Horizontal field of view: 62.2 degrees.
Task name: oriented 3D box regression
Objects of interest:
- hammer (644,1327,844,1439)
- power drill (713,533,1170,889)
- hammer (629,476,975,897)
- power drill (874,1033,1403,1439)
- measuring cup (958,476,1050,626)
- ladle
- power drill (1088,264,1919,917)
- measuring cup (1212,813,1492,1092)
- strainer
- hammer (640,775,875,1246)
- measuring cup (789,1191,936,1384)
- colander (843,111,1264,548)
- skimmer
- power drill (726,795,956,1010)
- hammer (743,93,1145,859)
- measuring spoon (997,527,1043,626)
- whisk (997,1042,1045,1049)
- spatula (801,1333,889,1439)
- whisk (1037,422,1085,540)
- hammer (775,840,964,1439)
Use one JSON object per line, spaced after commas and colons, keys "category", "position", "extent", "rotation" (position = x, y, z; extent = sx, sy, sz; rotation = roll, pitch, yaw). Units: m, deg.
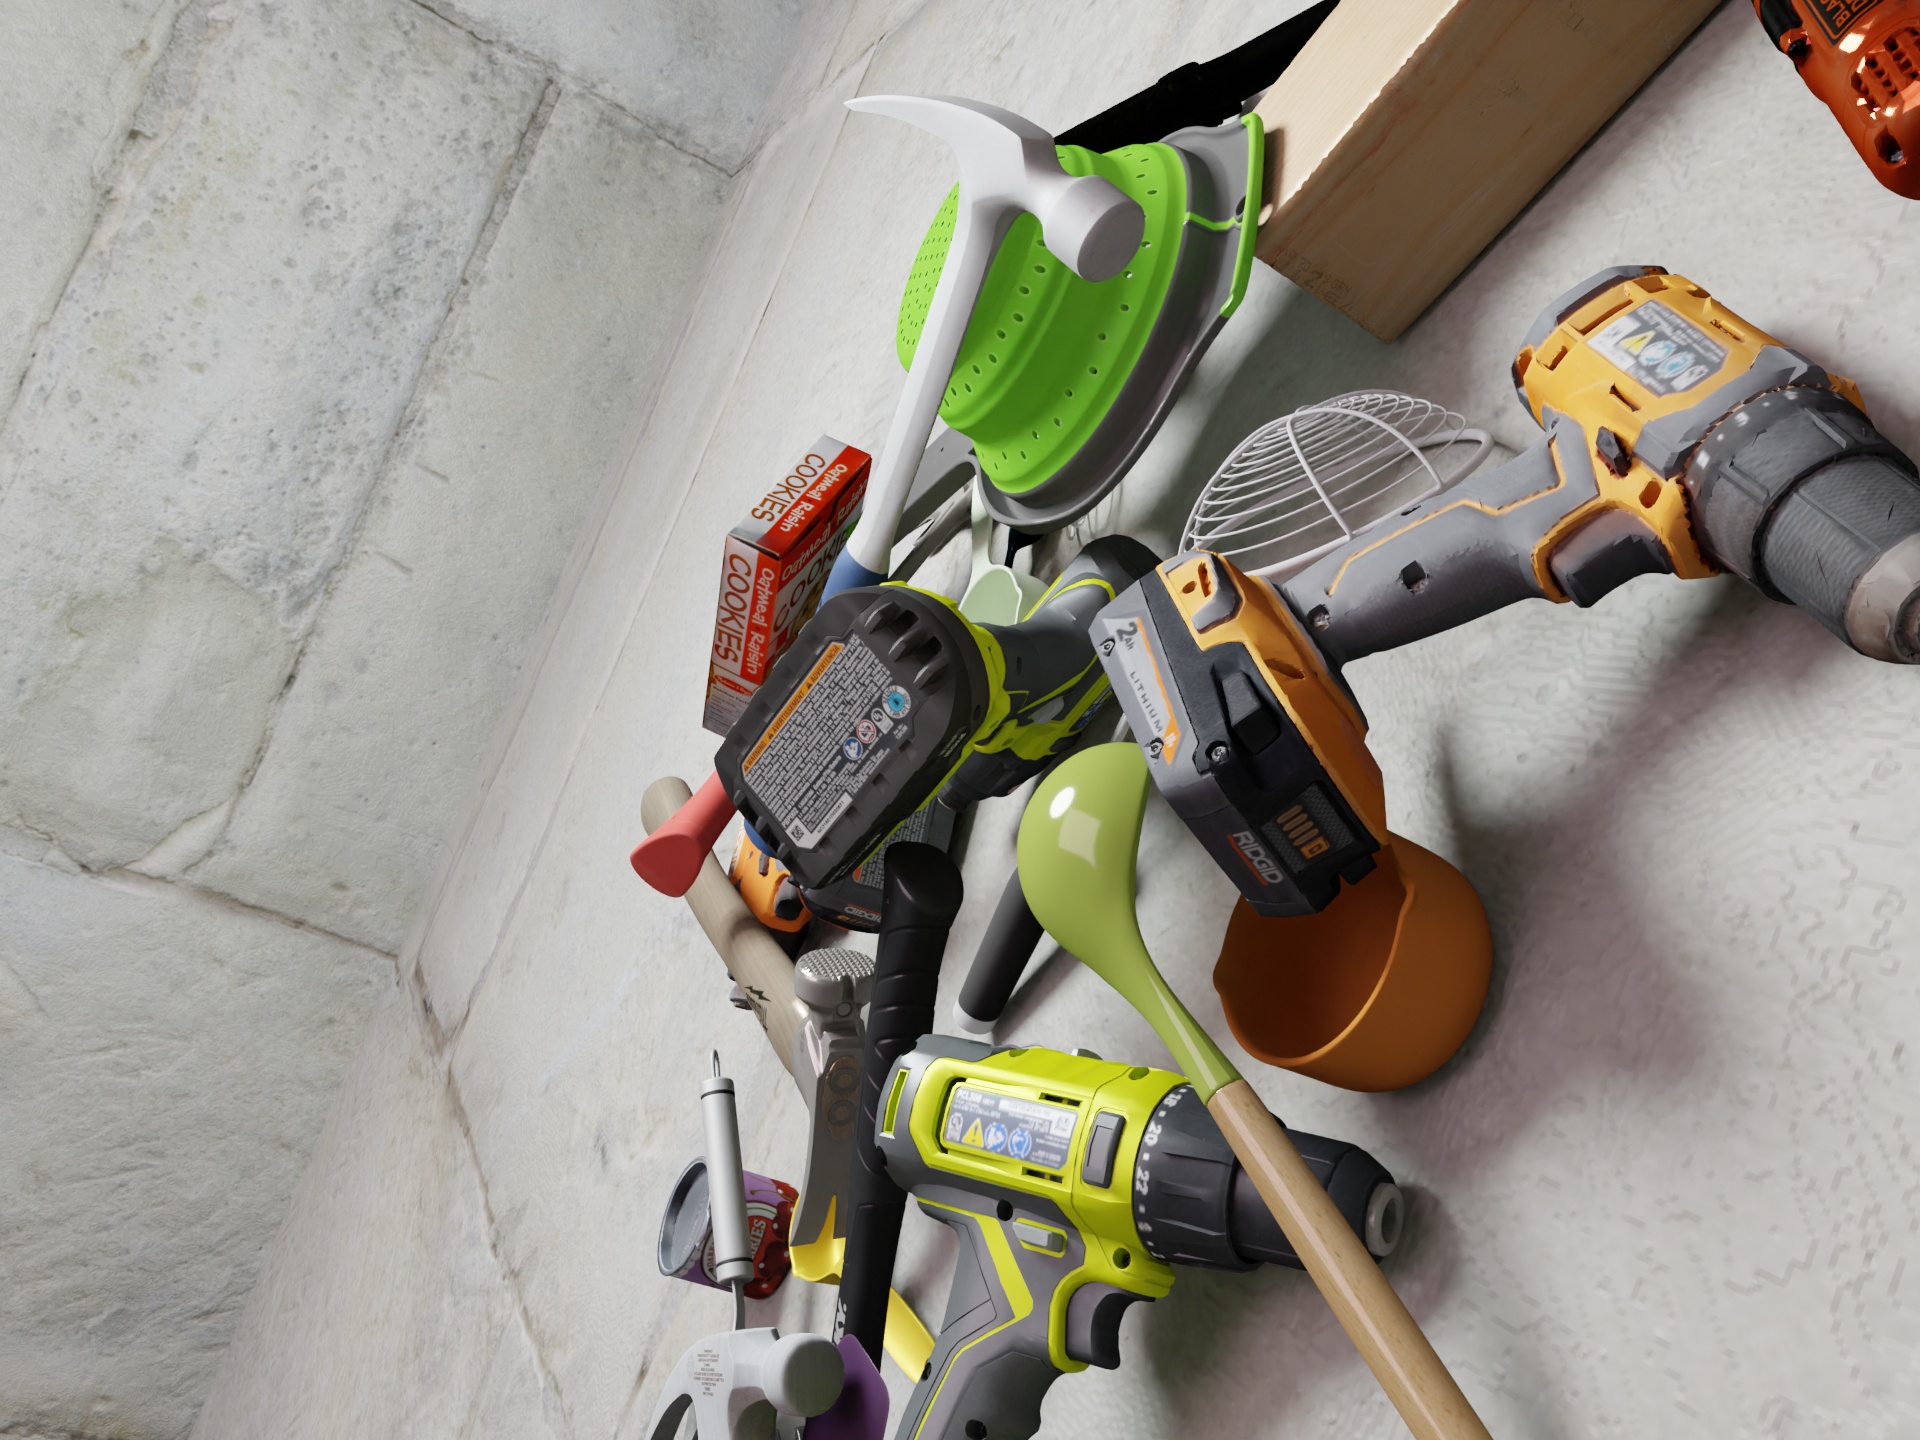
{"category": "hammer", "position": [-0.086, 0.408, 0.606], "extent": [0.128, 0.033, 0.331], "rotation": [-25, 61, 52]}
{"category": "power drill", "position": [-0.001, -0.002, 0.734], "extent": [0.080, 0.223, 0.171], "rotation": [48, 119, 16]}
{"category": "hammer", "position": [-0.082, -0.034, 0.966], "extent": [0.359, 0.036, 0.149], "rotation": [-54, 13, -33]}
{"category": "power drill", "position": [0.038, 0.227, 0.531], "extent": [0.191, 0.080, 0.229], "rotation": [3, 70, 38]}
{"category": "measuring cup", "position": [0.027, -0.084, 0.916], "extent": [0.083, 0.038, 0.168], "rotation": [-42, 40, 48]}
{"category": "ladle", "position": [0.103, 0.129, 0.473], "extent": [0.320, 0.062, 0.078], "rotation": [57, 151, 37]}
{"category": "power drill", "position": [0.165, -0.032, 0.480], "extent": [0.226, 0.084, 0.186], "rotation": [-34, 34, 12]}
{"category": "measuring cup", "position": [0.140, 0.046, 0.557], "extent": [0.095, 0.052, 0.174], "rotation": [-38, 34, 47]}
{"category": "strainer", "position": [-0.113, 0.291, 0.816], "extent": [0.050, 0.086, 0.259], "rotation": [-15, 59, 6]}
{"category": "hammer", "position": [-0.130, 0.129, 0.912], "extent": [0.411, 0.038, 0.146], "rotation": [-144, 55, -63]}
{"category": "measuring cup", "position": [-0.036, 0.271, 0.763], "extent": [0.157, 0.029, 0.062], "rotation": [32, 96, 56]}
{"category": "colander", "position": [-0.006, -0.174, 0.810], "extent": [0.397, 0.094, 0.205], "rotation": [-31, 44, 56]}
{"category": "skimmer", "position": [0.097, 0.017, 0.690], "extent": [0.363, 0.090, 0.127], "rotation": [-66, -6, 29]}
{"category": "power drill", "position": [-0.086, 0.089, 0.967], "extent": [0.226, 0.084, 0.164], "rotation": [-27, 46, 61]}
{"category": "hammer", "position": [-0.043, -0.089, 0.738], "extent": [0.144, 0.035, 0.405], "rotation": [46, 134, 26]}
{"category": "measuring spoon", "position": [0.035, -0.080, 0.951], "extent": [0.042, 0.021, 0.129], "rotation": [151, 130, -79]}
{"category": "whisk", "position": [-0.010, 0.175, 0.751], "extent": [0.284, 0.070, 0.070], "rotation": [-14, 56, 67]}
{"category": "spatula", "position": [-0.075, 0.395, 0.641], "extent": [0.060, 0.018, 0.316], "rotation": [29, 108, 59]}
{"category": "whisk", "position": [0.065, -0.198, 0.967], "extent": [0.059, 0.057, 0.247], "rotation": [-13, 45, 20]}
{"category": "hammer", "position": [-0.039, 0.217, 0.677], "extent": [0.146, 0.035, 0.335], "rotation": [-157, 74, -67]}
